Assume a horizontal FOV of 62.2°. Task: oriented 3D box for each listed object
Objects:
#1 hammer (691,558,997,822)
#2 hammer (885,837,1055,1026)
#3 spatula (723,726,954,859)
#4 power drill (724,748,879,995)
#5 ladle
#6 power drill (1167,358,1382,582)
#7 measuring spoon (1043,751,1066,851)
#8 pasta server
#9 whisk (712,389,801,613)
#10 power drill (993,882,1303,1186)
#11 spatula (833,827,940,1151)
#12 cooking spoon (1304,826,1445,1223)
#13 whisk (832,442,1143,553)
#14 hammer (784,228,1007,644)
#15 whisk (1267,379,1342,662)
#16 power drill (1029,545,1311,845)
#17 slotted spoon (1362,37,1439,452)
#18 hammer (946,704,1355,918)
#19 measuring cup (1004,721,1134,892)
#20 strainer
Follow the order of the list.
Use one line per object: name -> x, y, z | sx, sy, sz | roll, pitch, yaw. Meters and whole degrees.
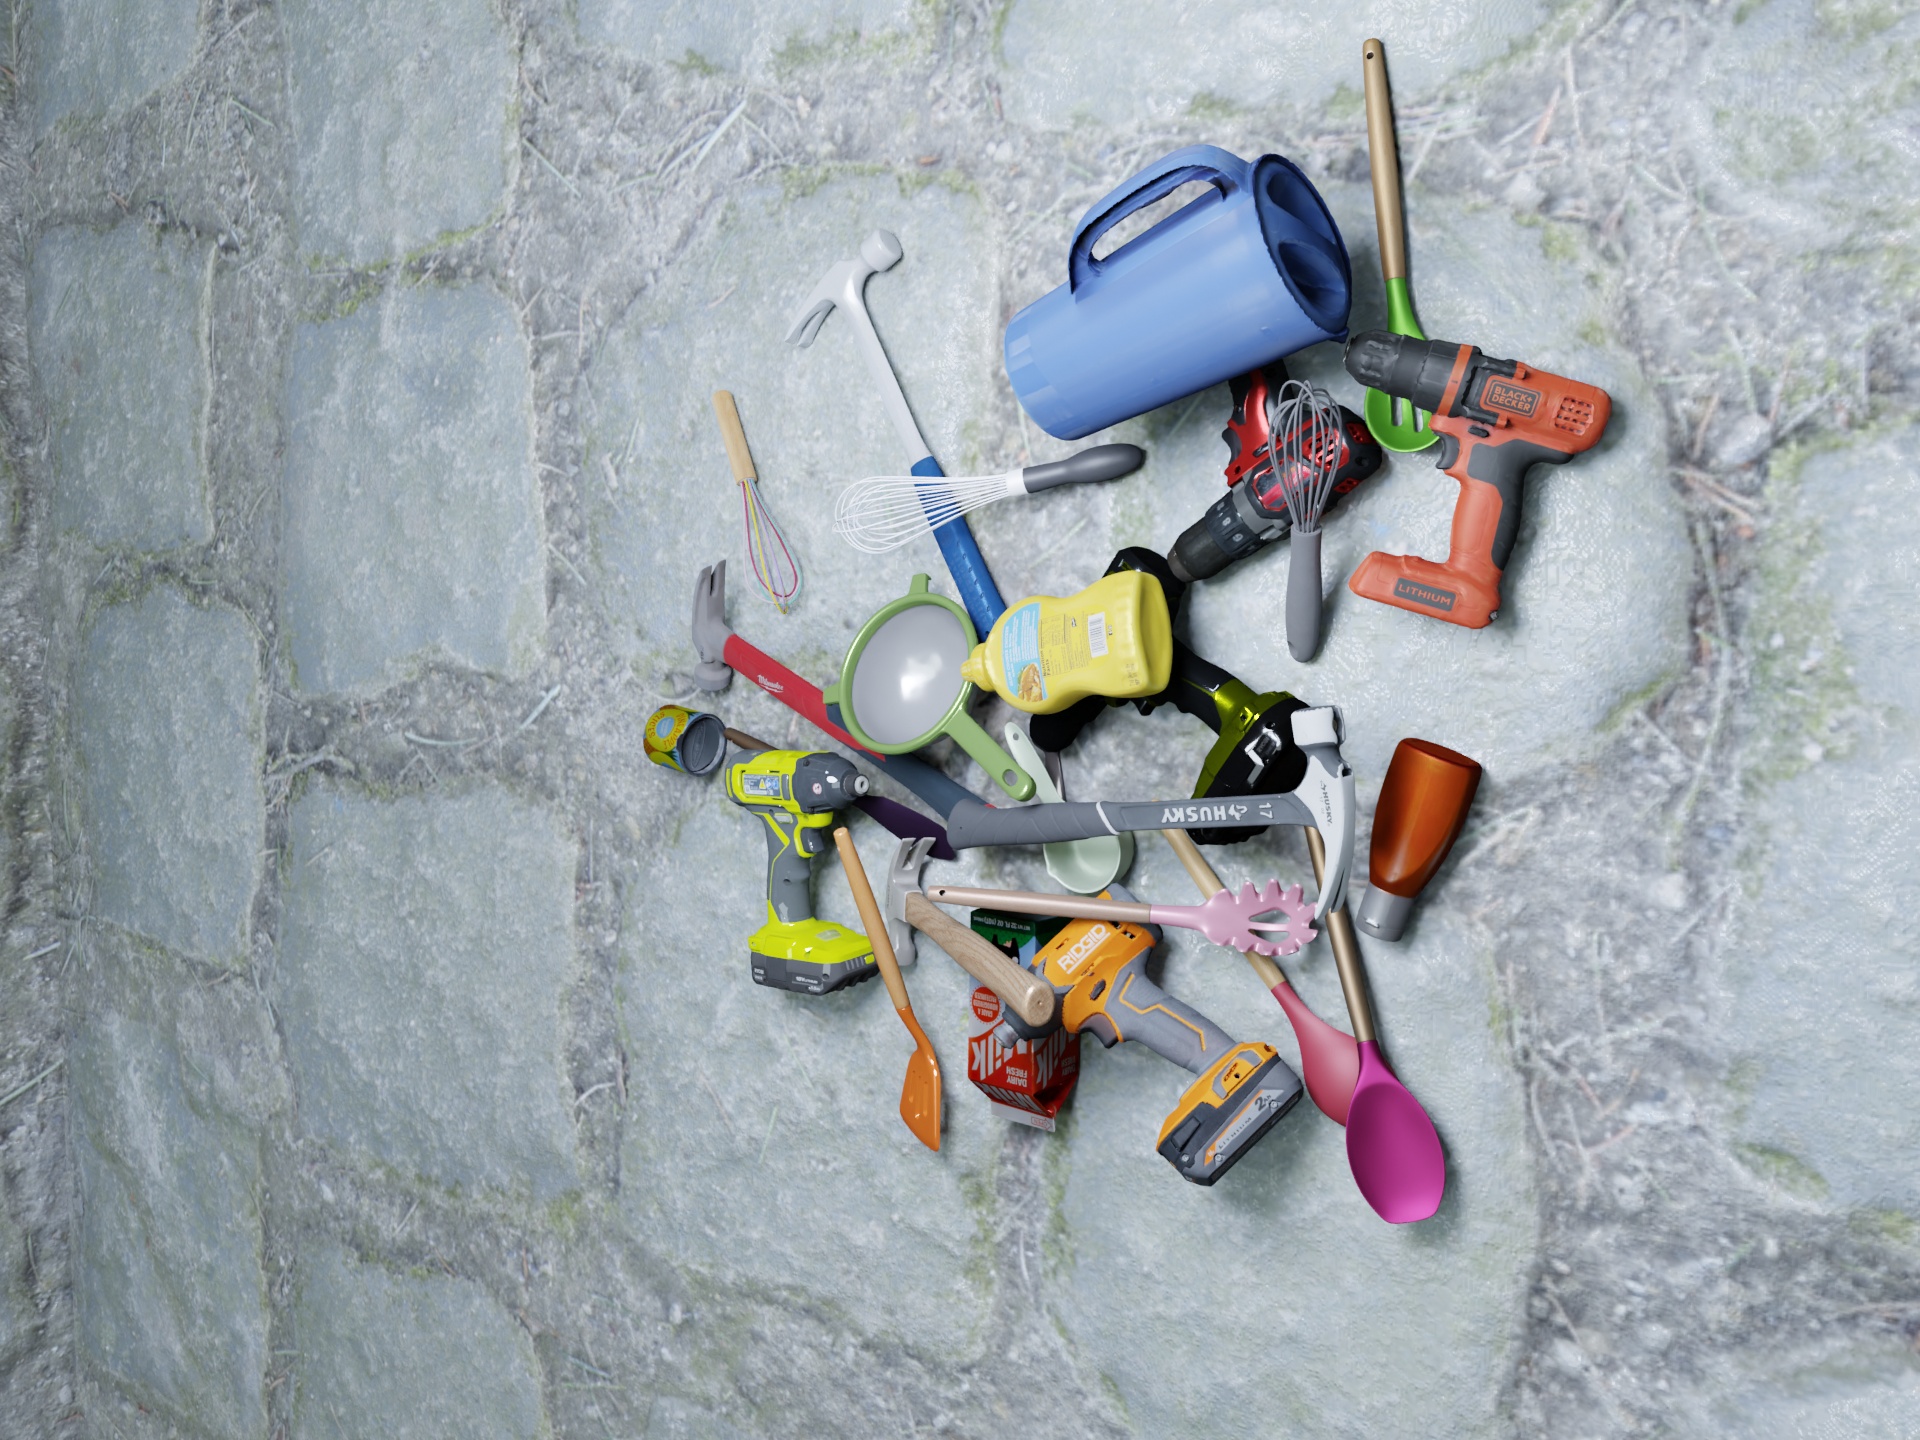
hammer -> -0.116, -0.012, 1.503 | 0.387, 0.038, 0.143 | 33, 133, 28
hammer -> 0.000, 0.186, 1.352 | 0.331, 0.031, 0.130 | -157, 68, -66
spatula -> -0.123, 0.065, 1.540 | 0.316, 0.018, 0.059 | 24, 143, 36
power drill -> -0.144, 0.140, 1.510 | 0.171, 0.080, 0.223 | 1, 99, 43
ladle -> 0.241, 0.190, 1.274 | 0.069, 0.031, 0.316 | -43, 66, 23
power drill -> 0.202, -0.237, 1.248 | 0.188, 0.080, 0.227 | -36, 75, 33
measuring spoon -> 0.078, 0.055, 1.392 | 0.034, 0.018, 0.124 | -4, 91, 37
pasta server -> 0.124, 0.150, 1.270 | 0.316, 0.040, 0.060 | 4, 69, 15
whisk -> -0.206, -0.219, 1.577 | 0.051, 0.047, 0.245 | -28, 73, 36
power drill -> 0.144, 0.262, 1.278 | 0.164, 0.084, 0.227 | -42, 66, -7
spatula -> -0.067, 0.242, 1.440 | 0.081, 0.041, 0.322 | 25, 137, 59
cooking spoon -> 0.304, 0.219, 1.213 | 0.069, 0.017, 0.319 | -15, 77, 15
whisk -> 0.020, -0.198, 1.370 | 0.284, 0.070, 0.070 | -10, 87, 19
hammer -> -0.043, -0.241, 1.456 | 0.144, 0.035, 0.406 | -32, 74, 34
whisk -> 0.253, -0.142, 1.177 | 0.055, 0.055, 0.238 | 22, 136, 34
power drill -> 0.165, -0.004, 1.289 | 0.229, 0.080, 0.190 | 45, 117, 29
slotted spoon -> 0.322, -0.351, 1.178 | 0.070, 0.031, 0.314 | -7, 86, 31
hammer -> 0.135, 0.081, 1.254 | 0.409, 0.036, 0.149 | -8, 91, 47
measuring cup -> 0.090, 0.070, 1.372 | 0.083, 0.038, 0.168 | -42, 68, 30
strainer -> -0.002, -0.004, 1.391 | 0.151, 0.069, 0.257 | -51, 52, 8
